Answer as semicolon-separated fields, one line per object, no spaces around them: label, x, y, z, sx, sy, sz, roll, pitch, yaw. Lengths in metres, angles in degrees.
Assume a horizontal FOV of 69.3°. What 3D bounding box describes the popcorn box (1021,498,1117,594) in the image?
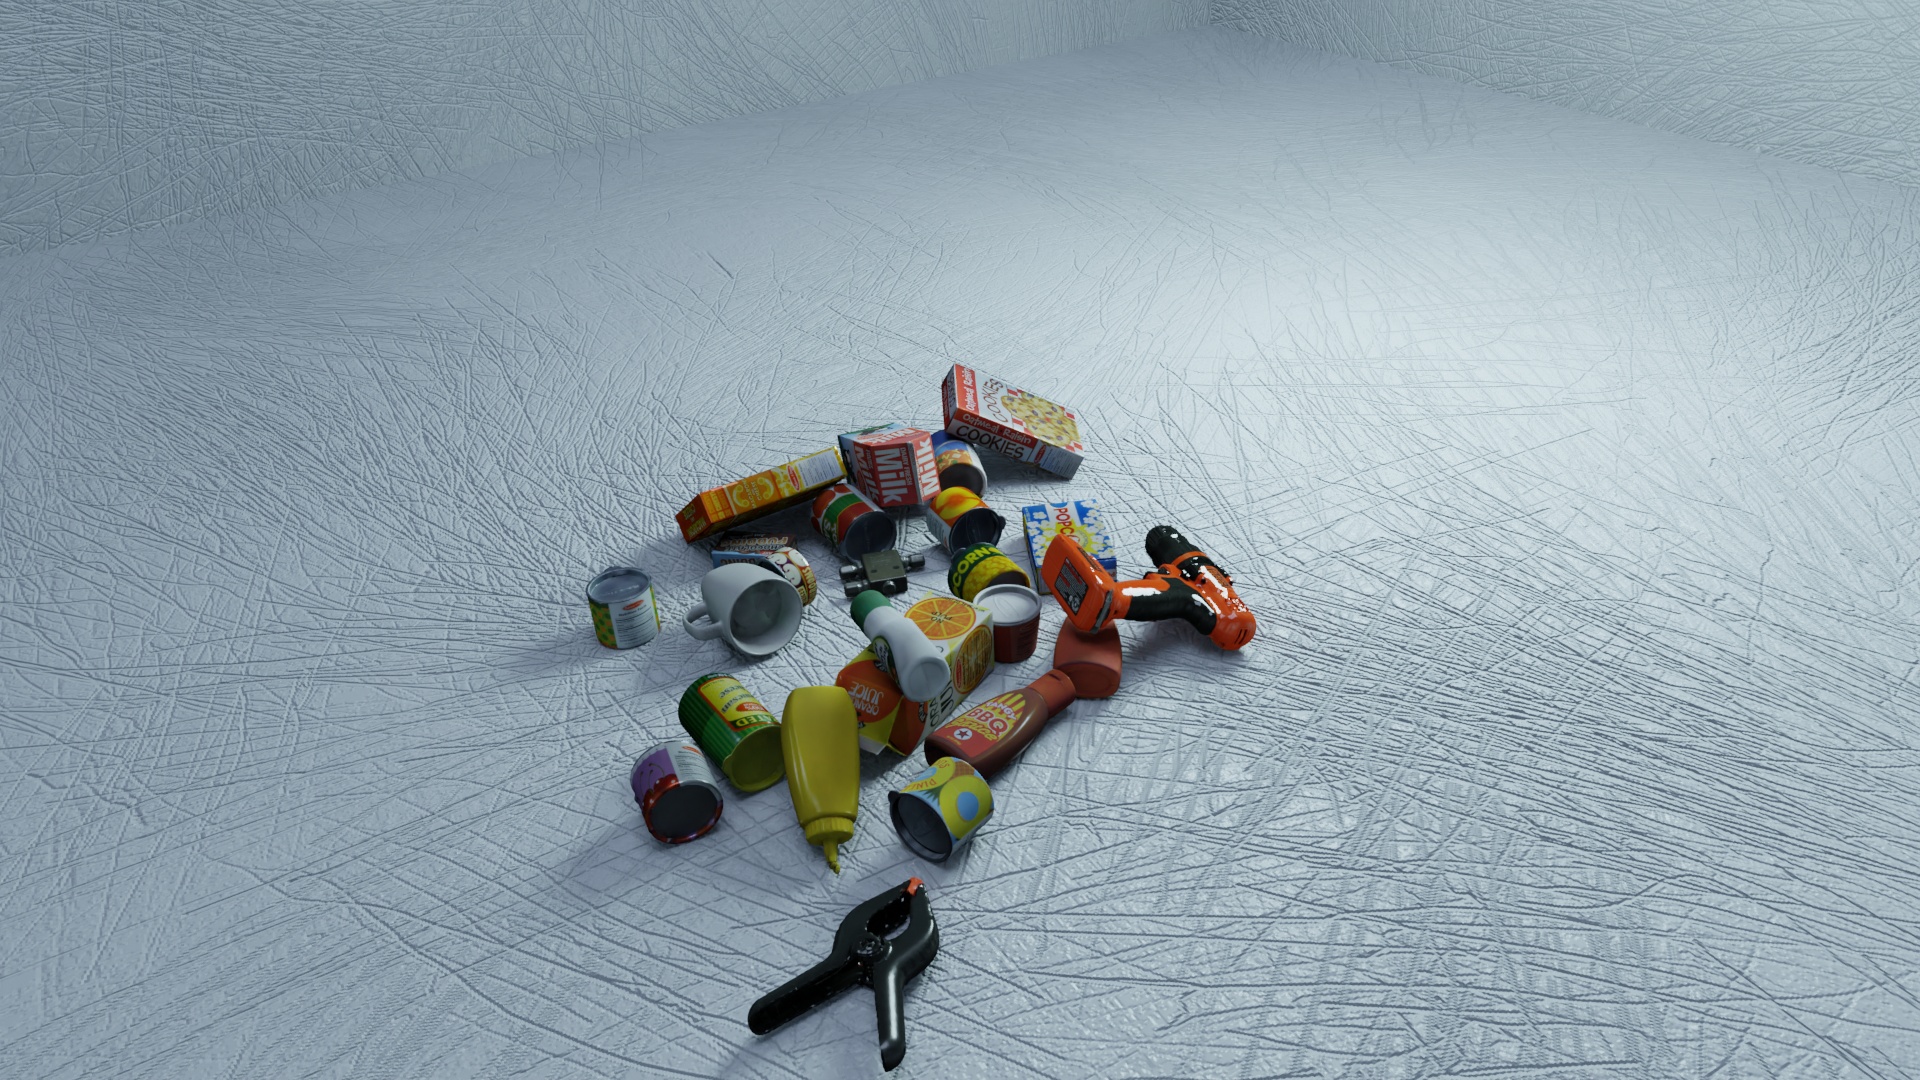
popcorn box;0.116;0.006;1.492;0.085;0.038;0.127;-7;32;-2

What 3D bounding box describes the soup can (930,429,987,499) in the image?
soup can;-0.011;-0.082;1.624;0.071;0.071;0.084;-8;32;-7

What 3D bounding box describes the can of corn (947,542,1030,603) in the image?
can of corn;0.028;0.043;1.410;0.071;0.070;0.058;-20;35;-24

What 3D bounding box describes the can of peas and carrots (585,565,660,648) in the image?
can of peas and carrots;-0.345;0.068;1.421;0.071;0.058;0.071;-3;31;2

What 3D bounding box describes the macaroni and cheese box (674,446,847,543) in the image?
macaroni and cheese box;-0.224;-0.050;1.560;0.167;0.040;0.123;-22;-1;-26

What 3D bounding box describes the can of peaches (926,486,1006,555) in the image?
can of peaches;0.005;-0.019;1.517;0.071;0.071;0.058;-18;33;-22

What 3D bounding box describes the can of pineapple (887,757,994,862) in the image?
can of pineapple;-0.016;0.217;1.131;0.071;0.070;0.058;20;38;34

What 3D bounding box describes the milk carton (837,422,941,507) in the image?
milk carton;-0.077;-0.086;1.576;0.073;0.072;0.191;-14;14;-17

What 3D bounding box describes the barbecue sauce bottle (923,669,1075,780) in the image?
barbecue sauce bottle;0.040;0.164;1.236;0.149;0.043;0.065;-29;38;-35

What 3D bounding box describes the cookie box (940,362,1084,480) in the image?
cookie box;0.060;-0.144;1.675;0.167;0.040;0.123;20;29;-15

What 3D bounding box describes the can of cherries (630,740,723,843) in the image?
can of cherries;-0.240;0.214;1.169;0.072;0.071;0.058;-16;34;-19

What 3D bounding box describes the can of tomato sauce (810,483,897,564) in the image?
can of tomato sauce;-0.120;-0.017;1.529;0.071;0.070;0.083;-20;34;-25

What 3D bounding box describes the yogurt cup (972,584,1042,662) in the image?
yogurt cup;0.046;0.083;1.358;0.072;0.053;0.073;-3;31;2

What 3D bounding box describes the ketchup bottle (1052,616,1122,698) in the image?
ketchup bottle;0.125;0.091;1.344;0.065;0.043;0.149;5;32;5

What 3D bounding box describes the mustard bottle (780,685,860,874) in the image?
mustard bottle;-0.114;0.201;1.157;0.065;0.048;0.161;2;58;-17

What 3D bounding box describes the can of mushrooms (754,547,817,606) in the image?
can of mushrooms;-0.180;0.043;1.436;0.071;0.070;0.033;25;40;39

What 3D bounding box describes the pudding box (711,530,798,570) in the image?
pudding box;-0.225;0.015;1.521;0.084;0.030;0.050;3;33;12

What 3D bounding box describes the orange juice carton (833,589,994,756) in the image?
orange juice carton;-0.048;0.130;1.273;0.072;0.072;0.194;17;38;29

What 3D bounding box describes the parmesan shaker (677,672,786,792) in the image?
parmesan shaker;-0.202;0.168;1.231;0.071;0.071;0.103;-23;36;-28

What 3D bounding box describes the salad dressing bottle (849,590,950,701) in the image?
salad dressing bottle;-0.057;0.089;1.218;0.044;0.064;0.148;-25;29;-13
